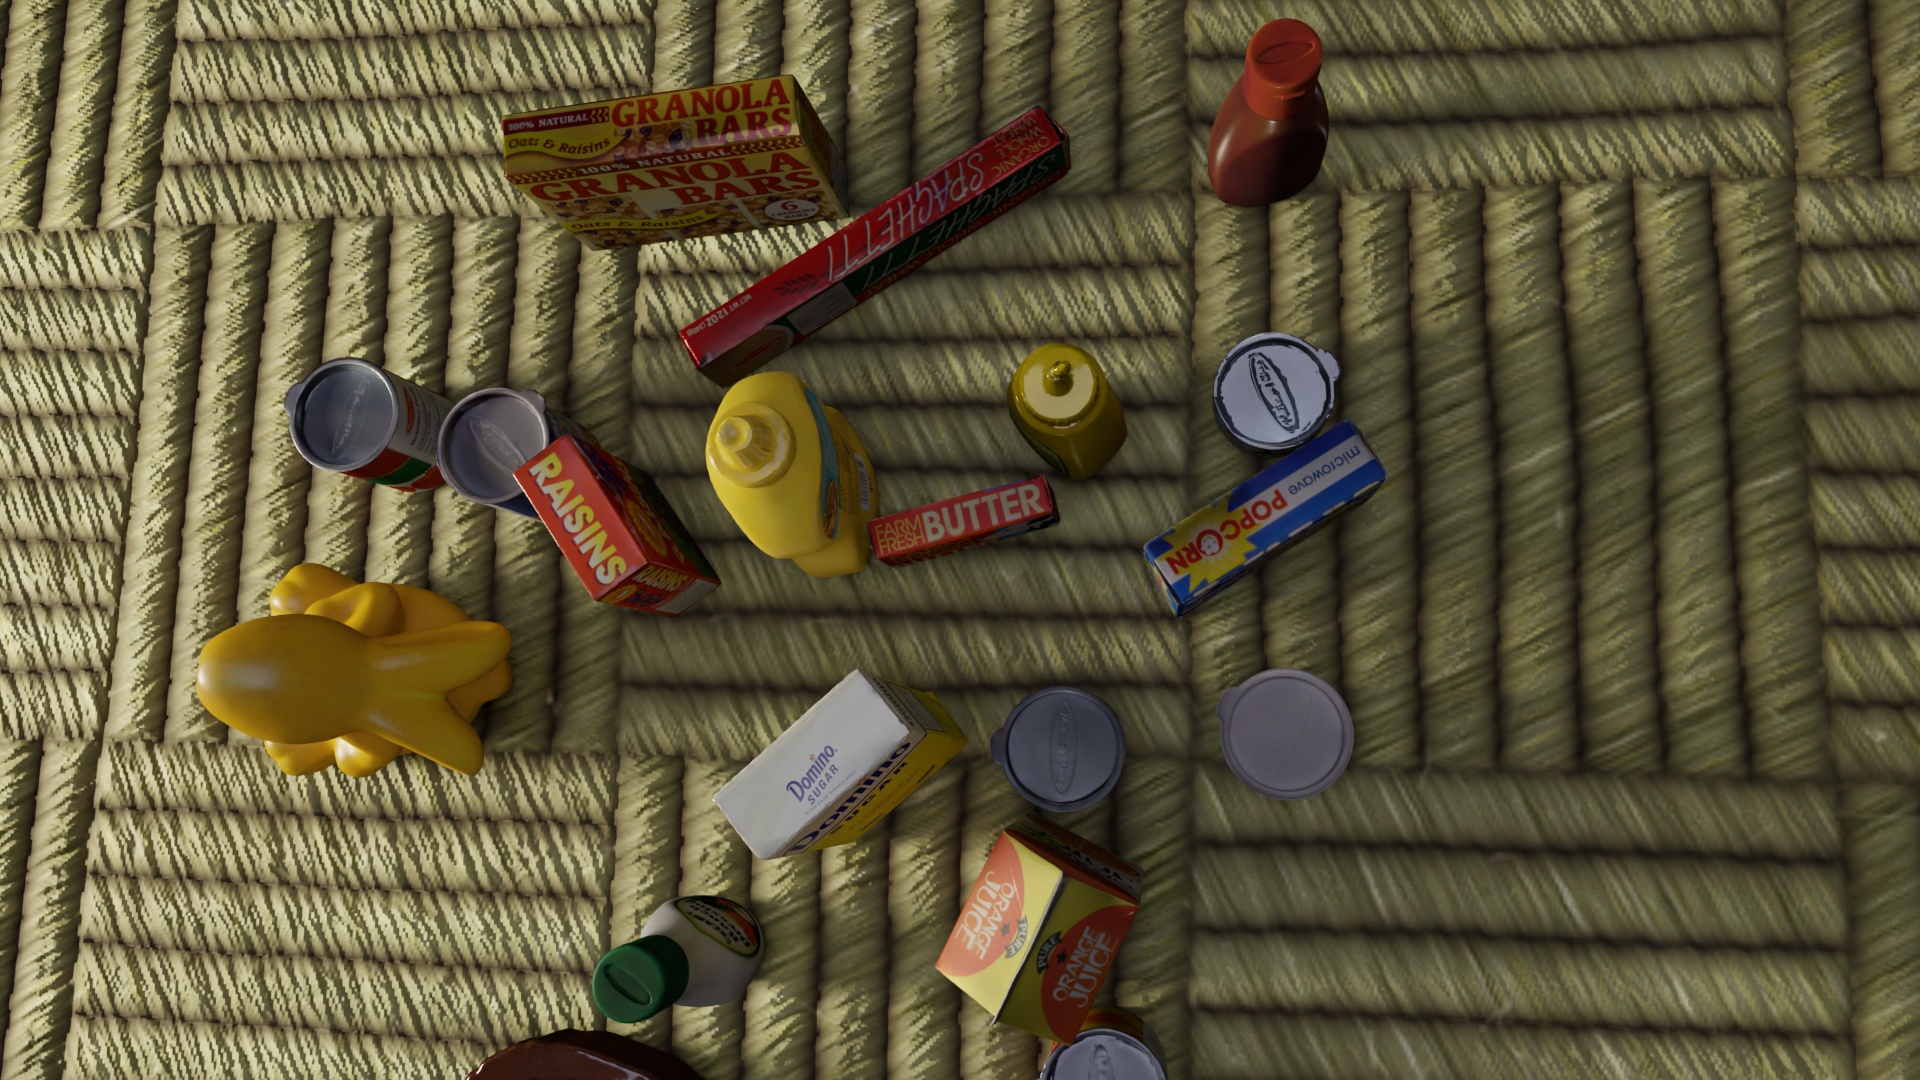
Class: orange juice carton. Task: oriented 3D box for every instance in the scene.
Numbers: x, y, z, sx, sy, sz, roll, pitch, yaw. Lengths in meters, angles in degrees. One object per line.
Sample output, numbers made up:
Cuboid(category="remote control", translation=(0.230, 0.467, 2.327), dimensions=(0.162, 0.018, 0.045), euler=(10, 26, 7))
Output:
Cuboid(category="orange juice carton", translation=(0.041, 0.186, 0.679), dimensions=(0.073, 0.192, 0.072), euler=(27, 87, 10))

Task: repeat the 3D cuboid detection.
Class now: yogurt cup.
Cuboid(category="yogurt cup", translation=(0.172, 0.103, 0.743), dimensions=(0.072, 0.054, 0.072), euler=(-1, 82, 8))

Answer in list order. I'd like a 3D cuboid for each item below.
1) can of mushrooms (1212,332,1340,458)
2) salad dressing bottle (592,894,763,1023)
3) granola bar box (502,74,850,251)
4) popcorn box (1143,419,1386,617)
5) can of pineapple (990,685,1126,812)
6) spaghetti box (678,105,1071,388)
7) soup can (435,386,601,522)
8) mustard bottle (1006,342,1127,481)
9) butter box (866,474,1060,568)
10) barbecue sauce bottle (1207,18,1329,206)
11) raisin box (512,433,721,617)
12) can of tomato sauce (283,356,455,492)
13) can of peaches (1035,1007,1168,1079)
Cuboid(category="can of mushrooms", translation=(0.177, -0.081, 0.779), dimensions=(0.071, 0.033, 0.071), euler=(-1, 82, 8))
Cuboid(category="salad dressing bottle", translation=(-0.146, 0.218, 0.723), dimensions=(0.064, 0.147, 0.044), euler=(34, 89, 11))
Cuboid(category="granola bar box", translation=(-0.158, -0.214, 0.796), dimensions=(0.165, 0.124, 0.039), euler=(-6, 82, 7))
Cuboid(category="popcorn box", translation=(0.160, -0.009, 0.745), dimensions=(0.127, 0.085, 0.038), euler=(-32, 80, 3))
Cuboid(category="can of pineapple", translation=(0.056, 0.112, 0.756), dimensions=(0.071, 0.058, 0.071), euler=(-1, 82, 8))
Cuboid(category="spaghetti box", translation=(-0.048, -0.170, 0.813), dimensions=(0.250, 0.050, 0.029), euler=(-32, 80, 2))
Cuboid(category="soup can", translation=(-0.251, -0.049, 0.807), dimensions=(0.071, 0.083, 0.071), euler=(-1, 82, 8))
Cuboid(category="mustard bottle", translation=(0.053, -0.072, 0.730), dimensions=(0.049, 0.160, 0.065), euler=(-45, 79, 1))
Cuboid(category="butter box", translation=(0.003, -0.010, 0.782), dimensions=(0.103, 0.053, 0.024), euler=(-15, 81, 6))
Cuboid(category="barbecue sauce bottle", translation=(0.167, -0.226, 0.742), dimensions=(0.065, 0.148, 0.044), euler=(-13, 81, 6))
Cuboid(category="raisin box", translation=(-0.187, -0.005, 0.772), dimensions=(0.040, 0.123, 0.086), euler=(-35, 79, 2))
Cuboid(category="can of tomato sauce", translation=(-0.344, -0.066, 0.822), dimensions=(0.071, 0.083, 0.071), euler=(-1, 82, 8))
Cuboid(category="can of peaches", translation=(0.074, 0.284, 0.729), dimensions=(0.071, 0.058, 0.071), euler=(-1, 82, 8))
